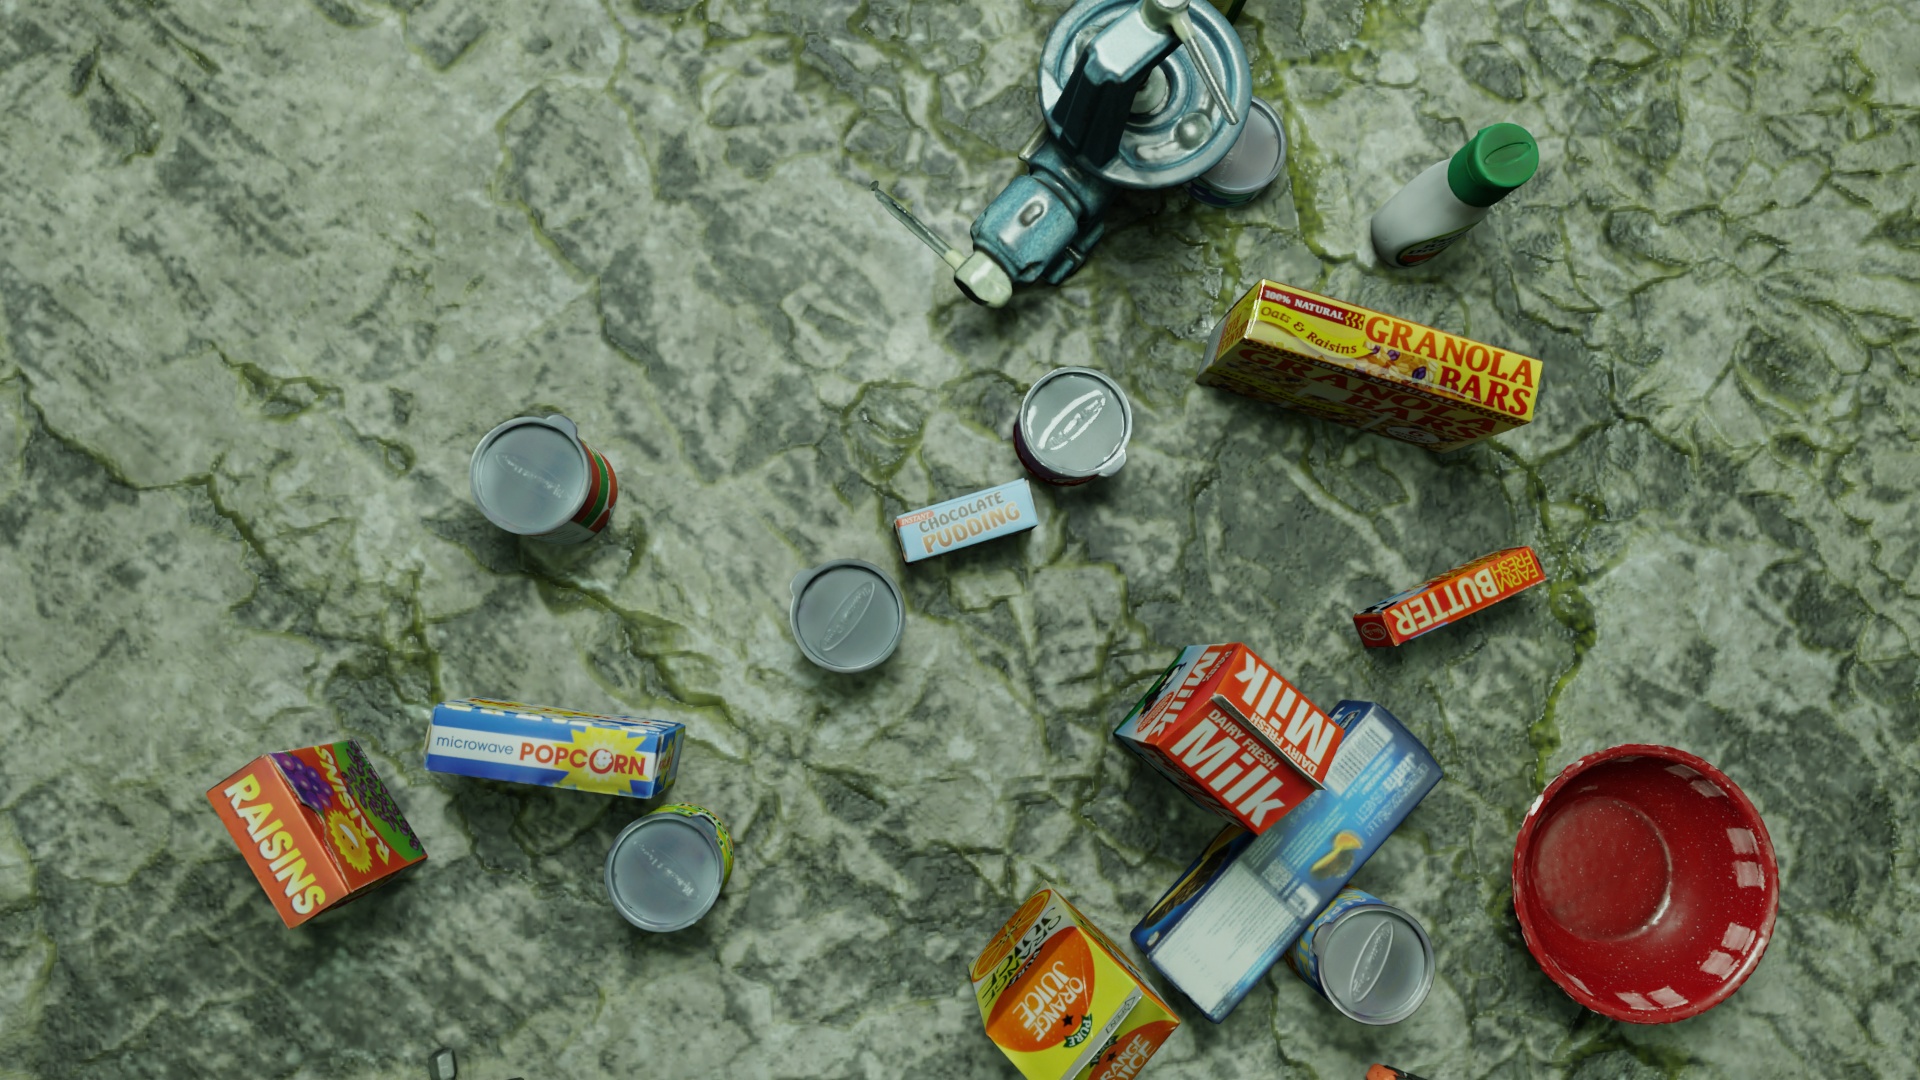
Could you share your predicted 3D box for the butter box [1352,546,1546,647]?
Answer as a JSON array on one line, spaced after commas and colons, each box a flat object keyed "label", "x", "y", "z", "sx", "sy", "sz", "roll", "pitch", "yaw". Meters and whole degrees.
[{"label": "butter box", "x": 0.296, "y": 0.035, "z": 0.846, "sx": 0.103, "sy": 0.053, "sz": 0.024, "roll": -23, "pitch": 87, "yaw": -5}]

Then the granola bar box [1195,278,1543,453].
[{"label": "granola bar box", "x": 0.235, "y": -0.100, "z": 0.819, "sx": 0.166, "sy": 0.124, "sz": 0.039, "roll": 16, "pitch": 85, "yaw": -2}]

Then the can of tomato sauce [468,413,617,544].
[{"label": "can of tomato sauce", "x": -0.239, "y": -0.035, "z": 0.807, "sx": 0.071, "sy": 0.083, "sz": 0.071, "roll": 0, "pitch": 85, "yaw": -3}]

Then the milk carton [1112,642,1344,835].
[{"label": "milk carton", "x": 0.146, "y": 0.106, "z": 0.762, "sx": 0.072, "sy": 0.190, "sz": 0.073, "roll": 41, "pitch": 84, "yaw": 1}]

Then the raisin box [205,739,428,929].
[{"label": "raisin box", "x": -0.349, "y": 0.158, "z": 0.763, "sx": 0.040, "sy": 0.123, "sz": 0.086, "roll": -32, "pitch": 88, "yaw": -5}]

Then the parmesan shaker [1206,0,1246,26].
[{"label": "parmesan shaker", "x": 0.149, "y": -0.357, "z": 0.849, "sx": 0.071, "sy": 0.103, "sz": 0.071, "roll": 0, "pitch": 85, "yaw": -3}]

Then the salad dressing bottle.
[{"label": "salad dressing bottle", "x": 0.290, "y": -0.202, "z": 0.820, "sx": 0.064, "sy": 0.147, "sz": 0.044, "roll": -21, "pitch": 87, "yaw": -5}]

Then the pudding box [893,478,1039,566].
[{"label": "pudding box", "x": 0.003, "y": -0.010, "z": 0.835, "sx": 0.084, "sy": 0.049, "sz": 0.030, "roll": -16, "pitch": 86, "yaw": -4}]

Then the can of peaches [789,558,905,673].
[{"label": "can of peaches", "x": -0.068, "y": 0.044, "z": 0.822, "sx": 0.071, "sy": 0.058, "sz": 0.071, "roll": 0, "pitch": 85, "yaw": -3}]

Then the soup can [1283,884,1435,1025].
[{"label": "soup can", "x": 0.226, "y": 0.236, "z": 0.808, "sx": 0.071, "sy": 0.083, "sz": 0.071, "roll": 0, "pitch": 85, "yaw": -3}]

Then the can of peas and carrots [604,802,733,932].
[{"label": "can of peas and carrots", "x": -0.165, "y": 0.185, "z": 0.803, "sx": 0.071, "sy": 0.058, "sz": 0.071, "roll": 0, "pitch": 85, "yaw": -3}]

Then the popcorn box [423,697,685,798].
[{"label": "popcorn box", "x": -0.228, "y": 0.117, "z": 0.793, "sx": 0.127, "sy": 0.085, "sz": 0.038, "roll": 8, "pitch": 85, "yaw": -2}]

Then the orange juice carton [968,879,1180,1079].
[{"label": "orange juice carton", "x": 0.058, "y": 0.246, "z": 0.743, "sx": 0.073, "sy": 0.192, "sz": 0.072, "roll": 43, "pitch": 85, "yaw": 1}]

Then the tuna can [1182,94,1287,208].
[{"label": "tuna can", "x": 0.166, "y": -0.246, "z": 0.875, "sx": 0.071, "sy": 0.033, "sz": 0.071, "roll": 0, "pitch": 85, "yaw": -3}]

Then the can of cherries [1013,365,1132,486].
[{"label": "can of cherries", "x": 0.068, "y": -0.065, "z": 0.840, "sx": 0.071, "sy": 0.058, "sz": 0.071, "roll": 0, "pitch": 85, "yaw": -3}]
